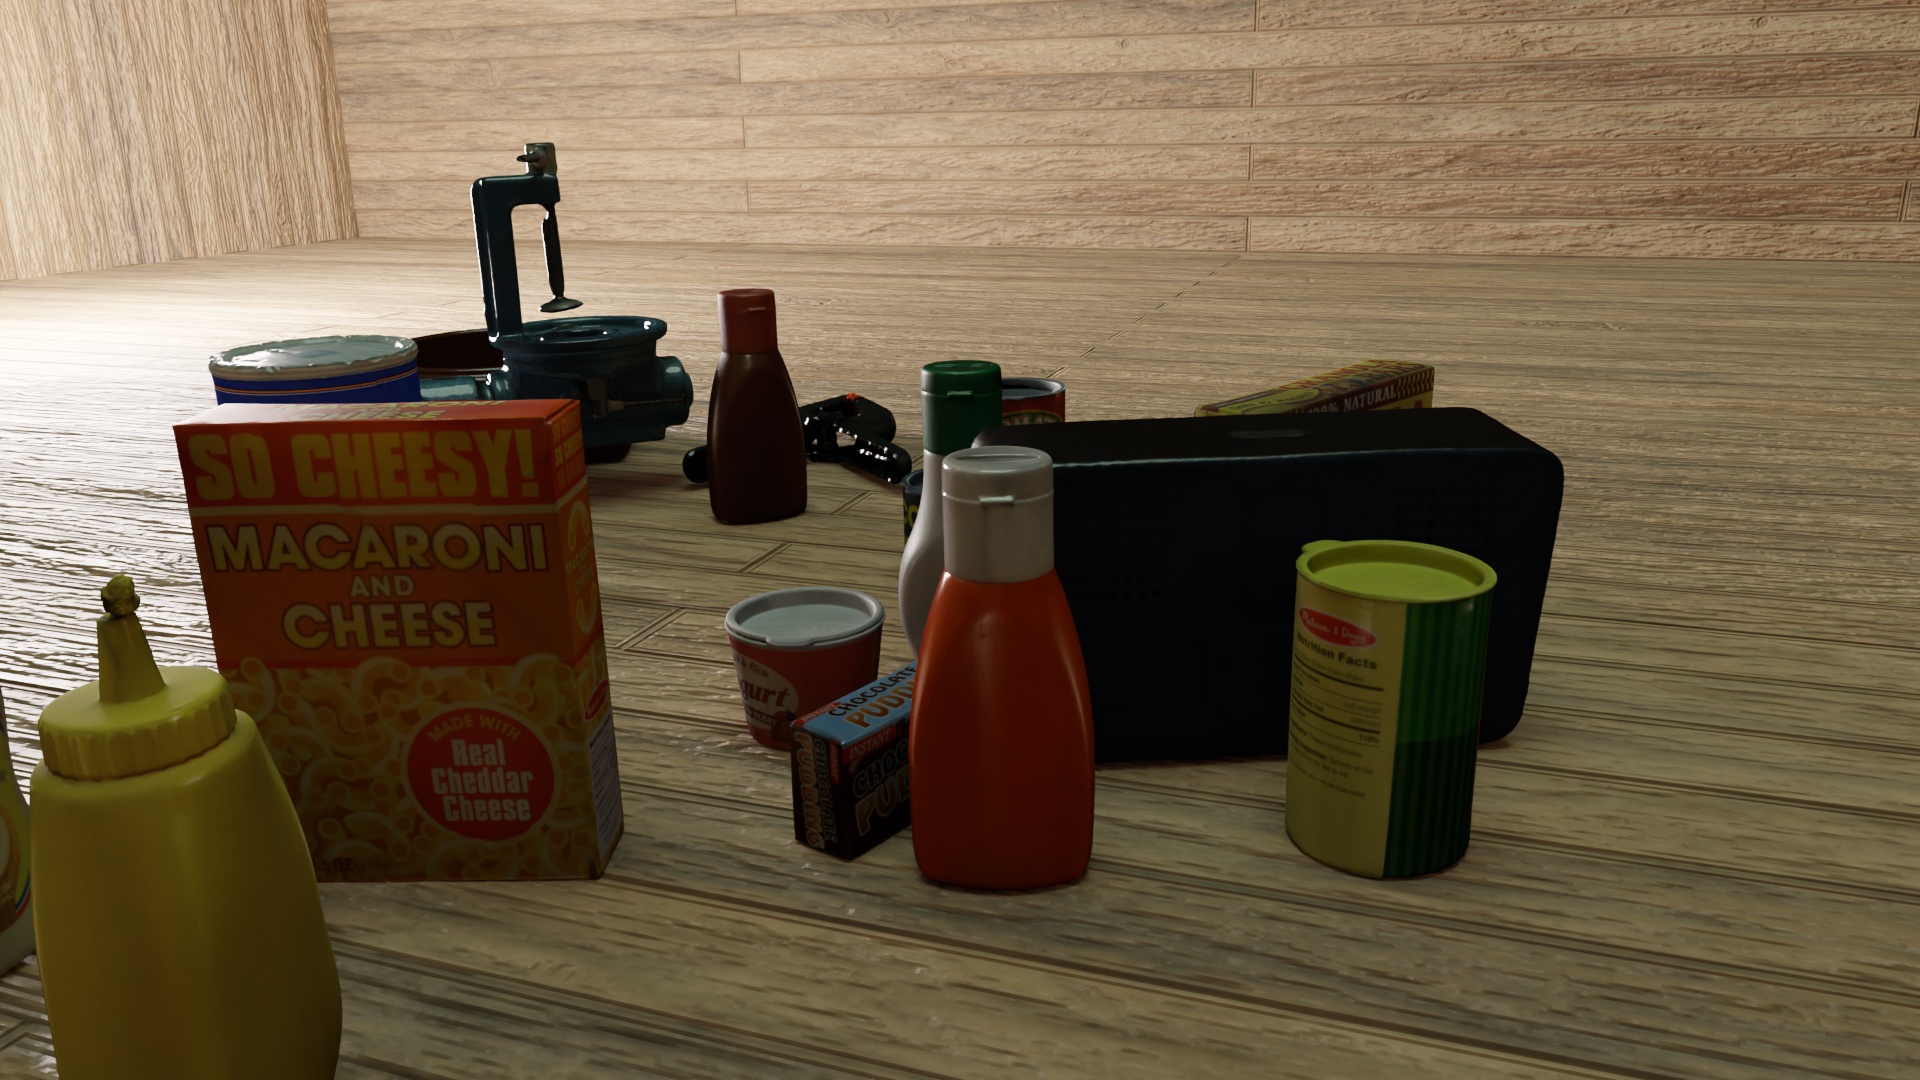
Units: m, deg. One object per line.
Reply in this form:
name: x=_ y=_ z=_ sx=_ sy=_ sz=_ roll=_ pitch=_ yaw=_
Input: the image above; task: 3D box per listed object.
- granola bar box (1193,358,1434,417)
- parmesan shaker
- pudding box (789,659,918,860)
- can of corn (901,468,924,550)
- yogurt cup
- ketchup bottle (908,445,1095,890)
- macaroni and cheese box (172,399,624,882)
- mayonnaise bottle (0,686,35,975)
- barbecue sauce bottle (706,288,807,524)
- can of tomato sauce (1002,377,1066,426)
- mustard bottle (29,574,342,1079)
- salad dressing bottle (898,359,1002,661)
granola bar box: x=0.179 y=-0.019 z=0.704 sx=0.039 sy=0.123 sz=0.166 roll=15 pitch=23 yaw=43
parmesan shaker: x=0.149 y=0.057 z=0.496 sx=0.071 sy=0.102 sz=0.071 roll=-1 pitch=17 yaw=0
pudding box: x=-0.026 y=0.079 z=0.526 sx=0.030 sy=0.049 sz=0.084 roll=12 pitch=21 yaw=37
can of corn: x=-0.001 y=-0.007 z=0.786 sx=0.071 sy=0.058 sz=0.071 roll=-1 pitch=17 yaw=0
yogurt cup: x=-0.066 y=0.055 z=0.599 sx=0.072 sy=0.053 sz=0.072 roll=-1 pitch=17 yaw=0
ketchup bottle: x=0.014 y=0.044 z=0.471 sx=0.065 sy=0.148 sz=0.044 roll=-1 pitch=17 yaw=2
macaroni and cheese box: x=-0.189 y=0.035 z=0.481 sx=0.124 sy=0.165 sz=0.040 roll=-1 pitch=17 yaw=1
mayonnaise bottle: x=-0.320 y=0.066 z=0.421 sx=0.041 sy=0.147 sz=0.065 roll=2 pitch=17 yaw=10
barbecue sauce bottle: x=-0.135 y=-0.088 z=0.903 sx=0.065 sy=0.148 sz=0.044 roll=-10 pitch=19 yaw=-27
can of tomato sauce: x=0.037 y=-0.061 z=0.915 sx=0.071 sy=0.082 sz=0.071 roll=-1 pitch=17 yaw=0
mustard bottle: x=-0.192 y=0.083 z=0.340 sx=0.049 sy=0.159 sz=0.065 roll=0 pitch=17 yaw=4
salad dressing bottle: x=0.002 y=-0.008 z=0.640 sx=0.064 sy=0.147 sz=0.044 roll=0 pitch=17 yaw=2
